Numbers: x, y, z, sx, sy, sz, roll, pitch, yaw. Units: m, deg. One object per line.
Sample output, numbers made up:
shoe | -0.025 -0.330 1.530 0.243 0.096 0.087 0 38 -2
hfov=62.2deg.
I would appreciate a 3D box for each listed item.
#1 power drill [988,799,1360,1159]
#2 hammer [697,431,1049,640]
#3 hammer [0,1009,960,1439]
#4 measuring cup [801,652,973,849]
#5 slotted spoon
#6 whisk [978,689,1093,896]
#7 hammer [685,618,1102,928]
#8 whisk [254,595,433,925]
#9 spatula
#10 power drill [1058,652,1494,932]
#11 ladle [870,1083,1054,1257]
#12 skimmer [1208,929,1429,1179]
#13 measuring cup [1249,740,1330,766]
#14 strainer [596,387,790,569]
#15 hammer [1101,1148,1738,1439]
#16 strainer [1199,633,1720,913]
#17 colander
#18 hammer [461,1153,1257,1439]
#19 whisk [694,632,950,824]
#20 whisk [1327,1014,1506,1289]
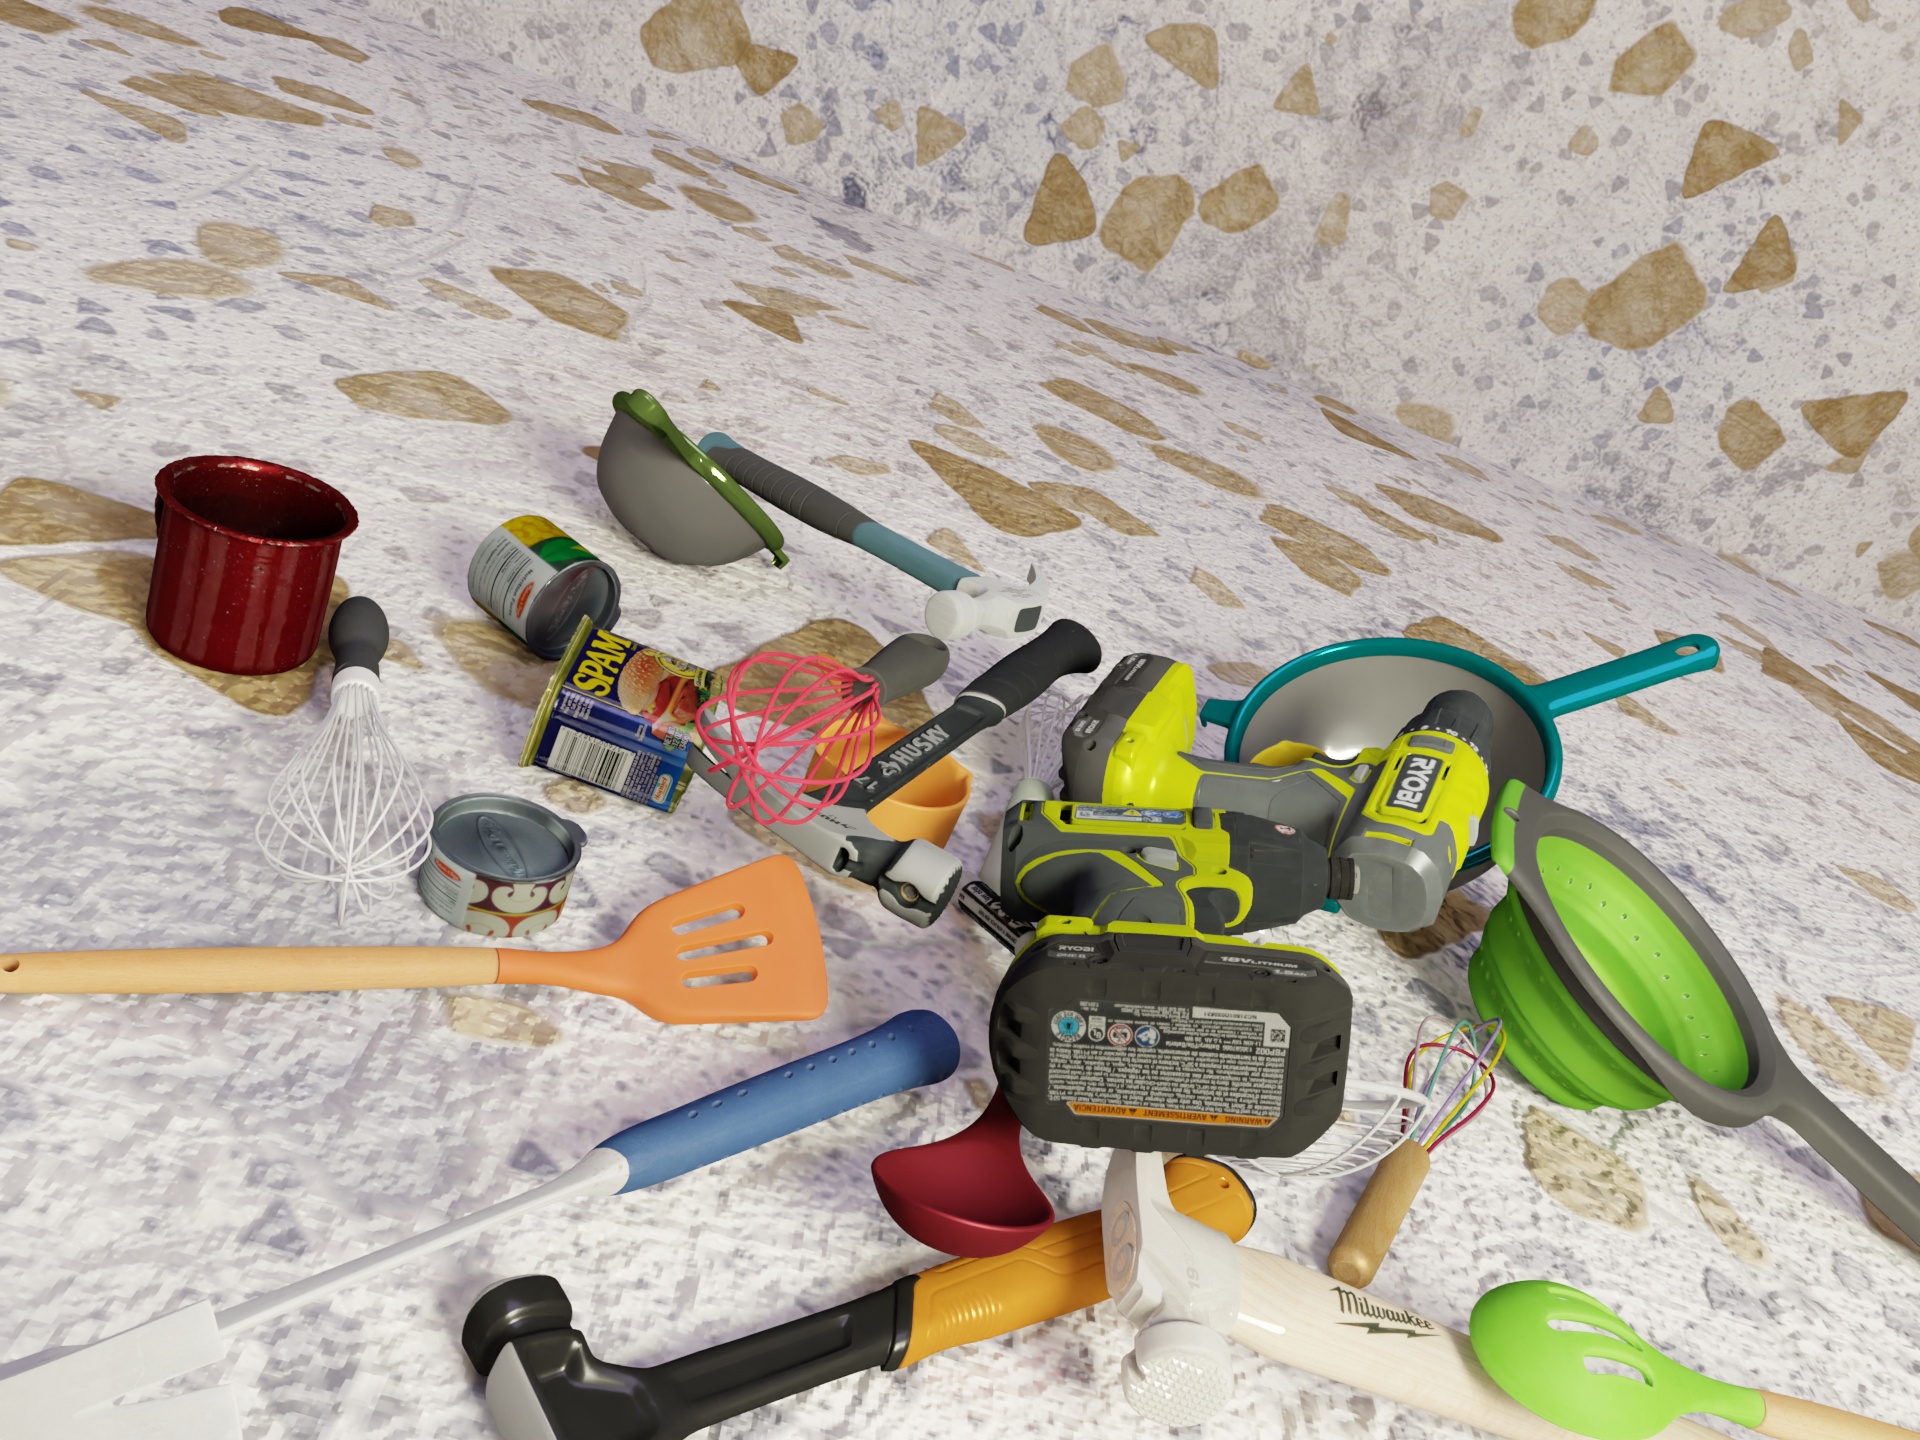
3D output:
power drill | 0.097 0.095 0.695 0.171 0.080 0.223 3 17 6
hammer | -0.073 -0.131 1.075 0.331 0.033 0.128 32 25 36
hammer | -0.123 0.154 0.529 0.405 0.144 0.035 -6 79 -56
measuring cup | -0.059 0.022 0.899 0.095 0.052 0.174 10 25 -29
slotted spoon | 0.338 0.282 0.646 0.313 0.031 0.070 22 27 -20
whisk | 0.047 0.041 0.960 0.057 0.059 0.246 49 27 -11
hammer | -0.001 -0.003 0.895 0.149 0.036 0.409 28 24 12
whisk | -0.282 0.000 0.740 0.070 0.070 0.285 12 22 -24
spatula | -0.208 0.094 0.634 0.322 0.041 0.081 4 55 -32
power drill | 0.191 0.027 0.929 0.228 0.080 0.191 11 36 25
ladle | 0.026 0.153 0.691 0.069 0.031 0.315 17 14 9
skimmer | 0.161 0.120 0.842 0.127 0.090 0.363 5 23 5
measuring cup | 0.159 0.051 0.998 0.156 0.029 0.062 -10 43 10
strainer | -0.196 -0.152 1.028 0.151 0.069 0.256 41 -3 3
hammer | 0.243 0.271 0.636 0.410 0.038 0.146 25 26 -10
strainer | 0.344 0.028 1.061 0.340 0.095 0.211 -18 44 -6
colander | 0.423 0.211 0.916 0.397 0.094 0.204 43 33 0
hammer | 0.001 0.217 0.576 0.336 0.034 0.127 -2 34 -43
whisk | -0.051 -0.010 0.755 0.073 0.073 0.296 27 16 7
whisk | 0.226 0.209 0.794 0.047 0.051 0.245 12 22 28
